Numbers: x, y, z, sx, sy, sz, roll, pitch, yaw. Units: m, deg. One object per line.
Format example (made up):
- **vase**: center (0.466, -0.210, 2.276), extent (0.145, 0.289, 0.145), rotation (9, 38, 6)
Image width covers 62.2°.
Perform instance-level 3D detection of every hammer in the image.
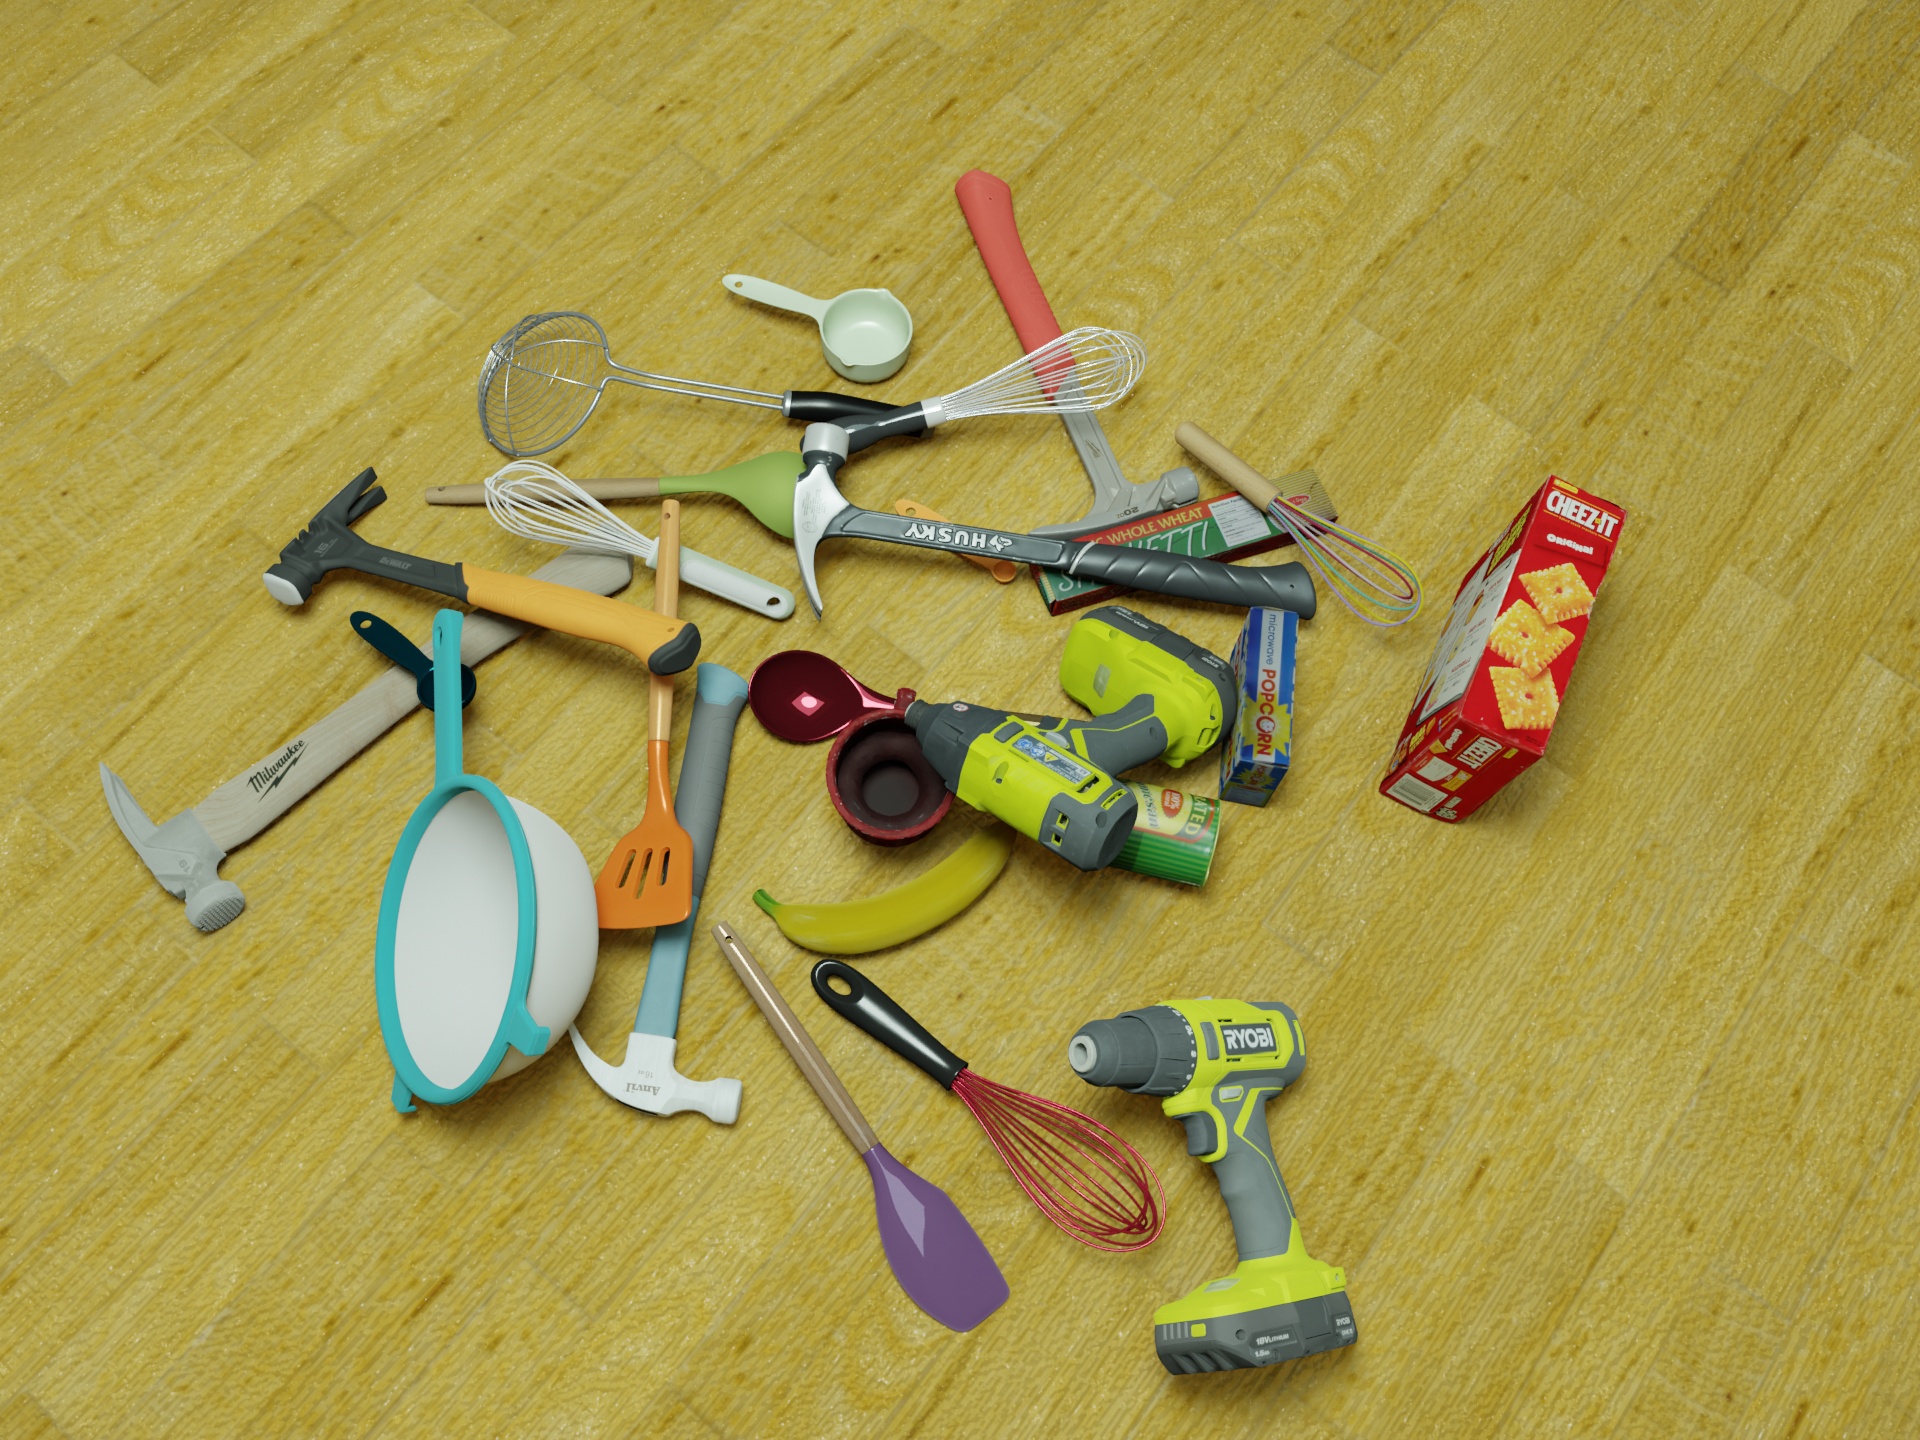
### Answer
- **hammer**: center (-0.337, -0.100, 1.161), extent (0.337, 0.034, 0.127), rotation (16, 54, 17)
- **hammer**: center (-0.195, 0.113, 1.134), extent (0.128, 0.033, 0.331), rotation (8, 67, -2)
- **hammer**: center (0.062, -0.310, 1.327), extent (0.149, 0.036, 0.359), rotation (-18, 70, -11)
- **hammer**: center (-0.421, -0.027, 1.176), extent (0.410, 0.038, 0.146), rotation (-39, 73, -18)
- **hammer**: center (0.073, -0.123, 1.213), extent (0.409, 0.036, 0.149), rotation (9, 76, -5)

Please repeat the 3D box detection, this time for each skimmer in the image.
- **skimmer**: center (-0.205, -0.254, 1.290), extent (0.363, 0.090, 0.127), rotation (7, 72, -12)

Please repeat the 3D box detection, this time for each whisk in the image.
- **whisk**: center (-0.239, -0.130, 1.196), extent (0.246, 0.059, 0.057), rotation (22, 106, -15)
- **whisk**: center (0.013, 0.254, 1.077), extent (0.296, 0.073, 0.073), rotation (35, 69, 17)
- **whisk**: center (0.010, -0.252, 1.258), extent (0.284, 0.070, 0.070), rotation (-15, 69, 2)
- **whisk**: center (0.263, -0.160, 1.239), extent (0.051, 0.047, 0.245), rotation (-40, 68, -18)

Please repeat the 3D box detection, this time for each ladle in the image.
- **ladle**: center (-0.002, -0.004, 1.198), extent (0.315, 0.031, 0.069), rotation (7, 84, -3)
- **ladle**: center (-0.259, -0.174, 1.252), extent (0.320, 0.062, 0.078), rotation (-2, 51, 3)

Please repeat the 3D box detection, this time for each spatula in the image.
- **spatula**: center (-0.077, 0.268, 1.069), extent (0.060, 0.018, 0.316), rotation (-33, 80, -16)
- **spatula**: center (-0.217, -0.010, 1.131), extent (0.081, 0.041, 0.323), rotation (-4, 73, 13)

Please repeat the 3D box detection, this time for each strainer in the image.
- **strainer**: center (-0.309, 0.086, 1.076), extent (0.095, 0.211, 0.341), rotation (11, 61, -42)

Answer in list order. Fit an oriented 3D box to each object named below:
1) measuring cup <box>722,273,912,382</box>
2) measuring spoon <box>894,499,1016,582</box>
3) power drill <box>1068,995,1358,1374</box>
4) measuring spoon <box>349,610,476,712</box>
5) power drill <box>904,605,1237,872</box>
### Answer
- **measuring cup**: center (-0.120, -0.332, 1.325), extent (0.167, 0.038, 0.083), rotation (21, 67, 7)
- **measuring spoon**: center (-0.005, -0.143, 1.268), extent (0.117, 0.011, 0.021), rotation (34, 70, 14)
- **power drill**: center (0.160, 0.291, 1.021), extent (0.190, 0.080, 0.229), rotation (7, 64, -39)
- **measuring spoon**: center (-0.400, -0.042, 1.159), extent (0.129, 0.021, 0.042), rotation (34, 62, 23)
- **power drill**: center (0.081, 0.003, 1.114), extent (0.171, 0.080, 0.223), rotation (31, 38, 22)
